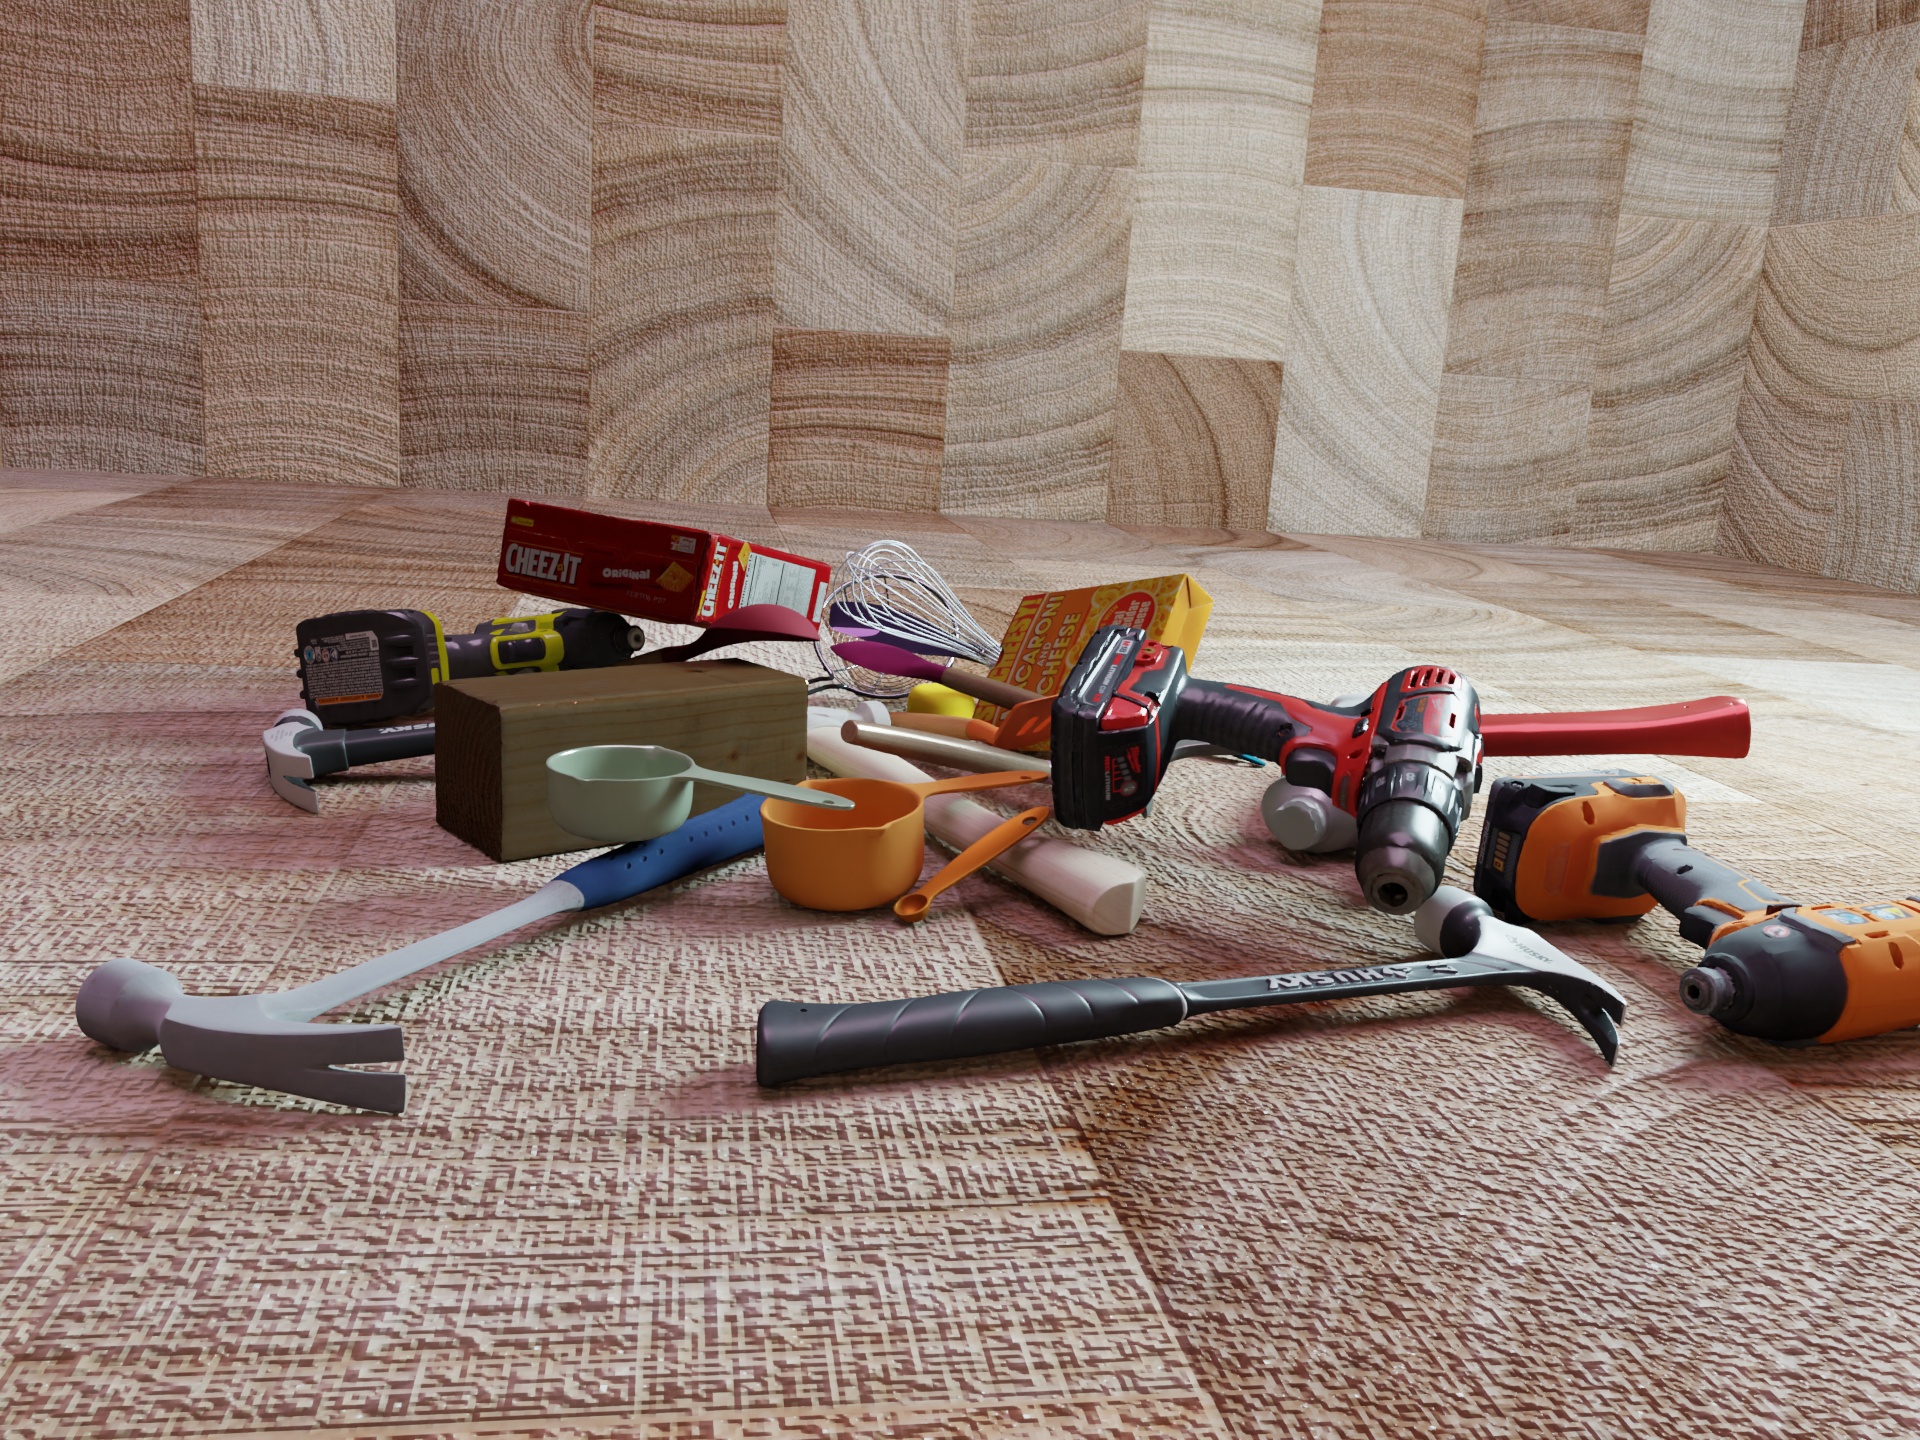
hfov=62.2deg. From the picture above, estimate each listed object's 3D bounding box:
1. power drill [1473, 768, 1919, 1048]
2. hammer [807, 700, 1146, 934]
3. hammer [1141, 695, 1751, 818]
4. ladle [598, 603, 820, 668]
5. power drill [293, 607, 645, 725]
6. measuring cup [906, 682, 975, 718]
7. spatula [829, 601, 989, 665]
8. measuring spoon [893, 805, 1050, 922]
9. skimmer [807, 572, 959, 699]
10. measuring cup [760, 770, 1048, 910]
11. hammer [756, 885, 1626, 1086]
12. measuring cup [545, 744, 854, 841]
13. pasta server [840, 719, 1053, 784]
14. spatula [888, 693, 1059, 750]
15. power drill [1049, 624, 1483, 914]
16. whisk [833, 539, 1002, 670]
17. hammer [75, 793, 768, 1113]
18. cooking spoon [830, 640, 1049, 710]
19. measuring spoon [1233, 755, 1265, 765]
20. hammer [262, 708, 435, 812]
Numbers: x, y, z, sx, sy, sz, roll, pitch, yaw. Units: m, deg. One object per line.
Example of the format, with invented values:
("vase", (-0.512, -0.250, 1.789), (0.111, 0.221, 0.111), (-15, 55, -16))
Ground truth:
("power drill", (0.373, 0.096, 0.822), (0.164, 0.084, 0.227), (-2, 18, -24))
("hammer", (-0.029, 0.052, 0.991), (0.146, 0.038, 0.411), (-5, 16, -29))
("hammer", (0.287, 0.013, 0.973), (0.359, 0.036, 0.149), (-1, 22, 14))
("ladle", (-0.221, -0.038, 1.120), (0.315, 0.031, 0.069), (-14, -14, 38))
("power drill", (-0.364, -0.050, 1.202), (0.171, 0.080, 0.223), (-4, 5, 35))
("measuring cup", (0.014, -0.004, 1.264), (0.062, 0.029, 0.157), (-6, 14, -37))
("spatula", (0.042, -0.050, 1.344), (0.315, 0.018, 0.060), (16, 35, -10))
("measuring spoon", (0.009, 0.078, 0.858), (0.021, 0.011, 0.117), (14, 37, 45))
("skimmer", (-0.122, -0.047, 1.277), (0.127, 0.090, 0.363), (38, 25, 14))
("measuring cup", (-0.026, 0.063, 0.878), (0.173, 0.052, 0.095), (-8, 17, -28))
("hammer", (0.107, 0.126, 0.706), (0.408, 0.036, 0.149), (-2, 15, -22))
("measuring cup", (-0.135, 0.045, 0.823), (0.167, 0.038, 0.083), (9, 13, 14))
("pasta server", (0.035, 0.021, 0.989), (0.060, 0.040, 0.316), (-1, -9, 38))
("spatula", (-0.002, -0.004, 1.117), (0.081, 0.041, 0.323), (-10, 7, -28))
("power drill", (0.165, 0.026, 0.866), (0.227, 0.080, 0.188), (8, 34, 18))
("whisk", (0.010, -0.060, 1.255), (0.284, 0.070, 0.070), (30, -7, -39))
("hammer", (-0.194, 0.090, 0.769), (0.144, 0.035, 0.405), (9, 14, 25))
("cooking spoon", (0.008, -0.027, 1.172), (0.068, 0.017, 0.319), (-2, 15, -39))
("measuring spoon", (0.180, 0.020, 1.253), (0.129, 0.021, 0.042), (22, 8, 31))
("hammer", (-0.279, 0.004, 1.047), (0.334, 0.035, 0.146), (-8, 16, -18))
